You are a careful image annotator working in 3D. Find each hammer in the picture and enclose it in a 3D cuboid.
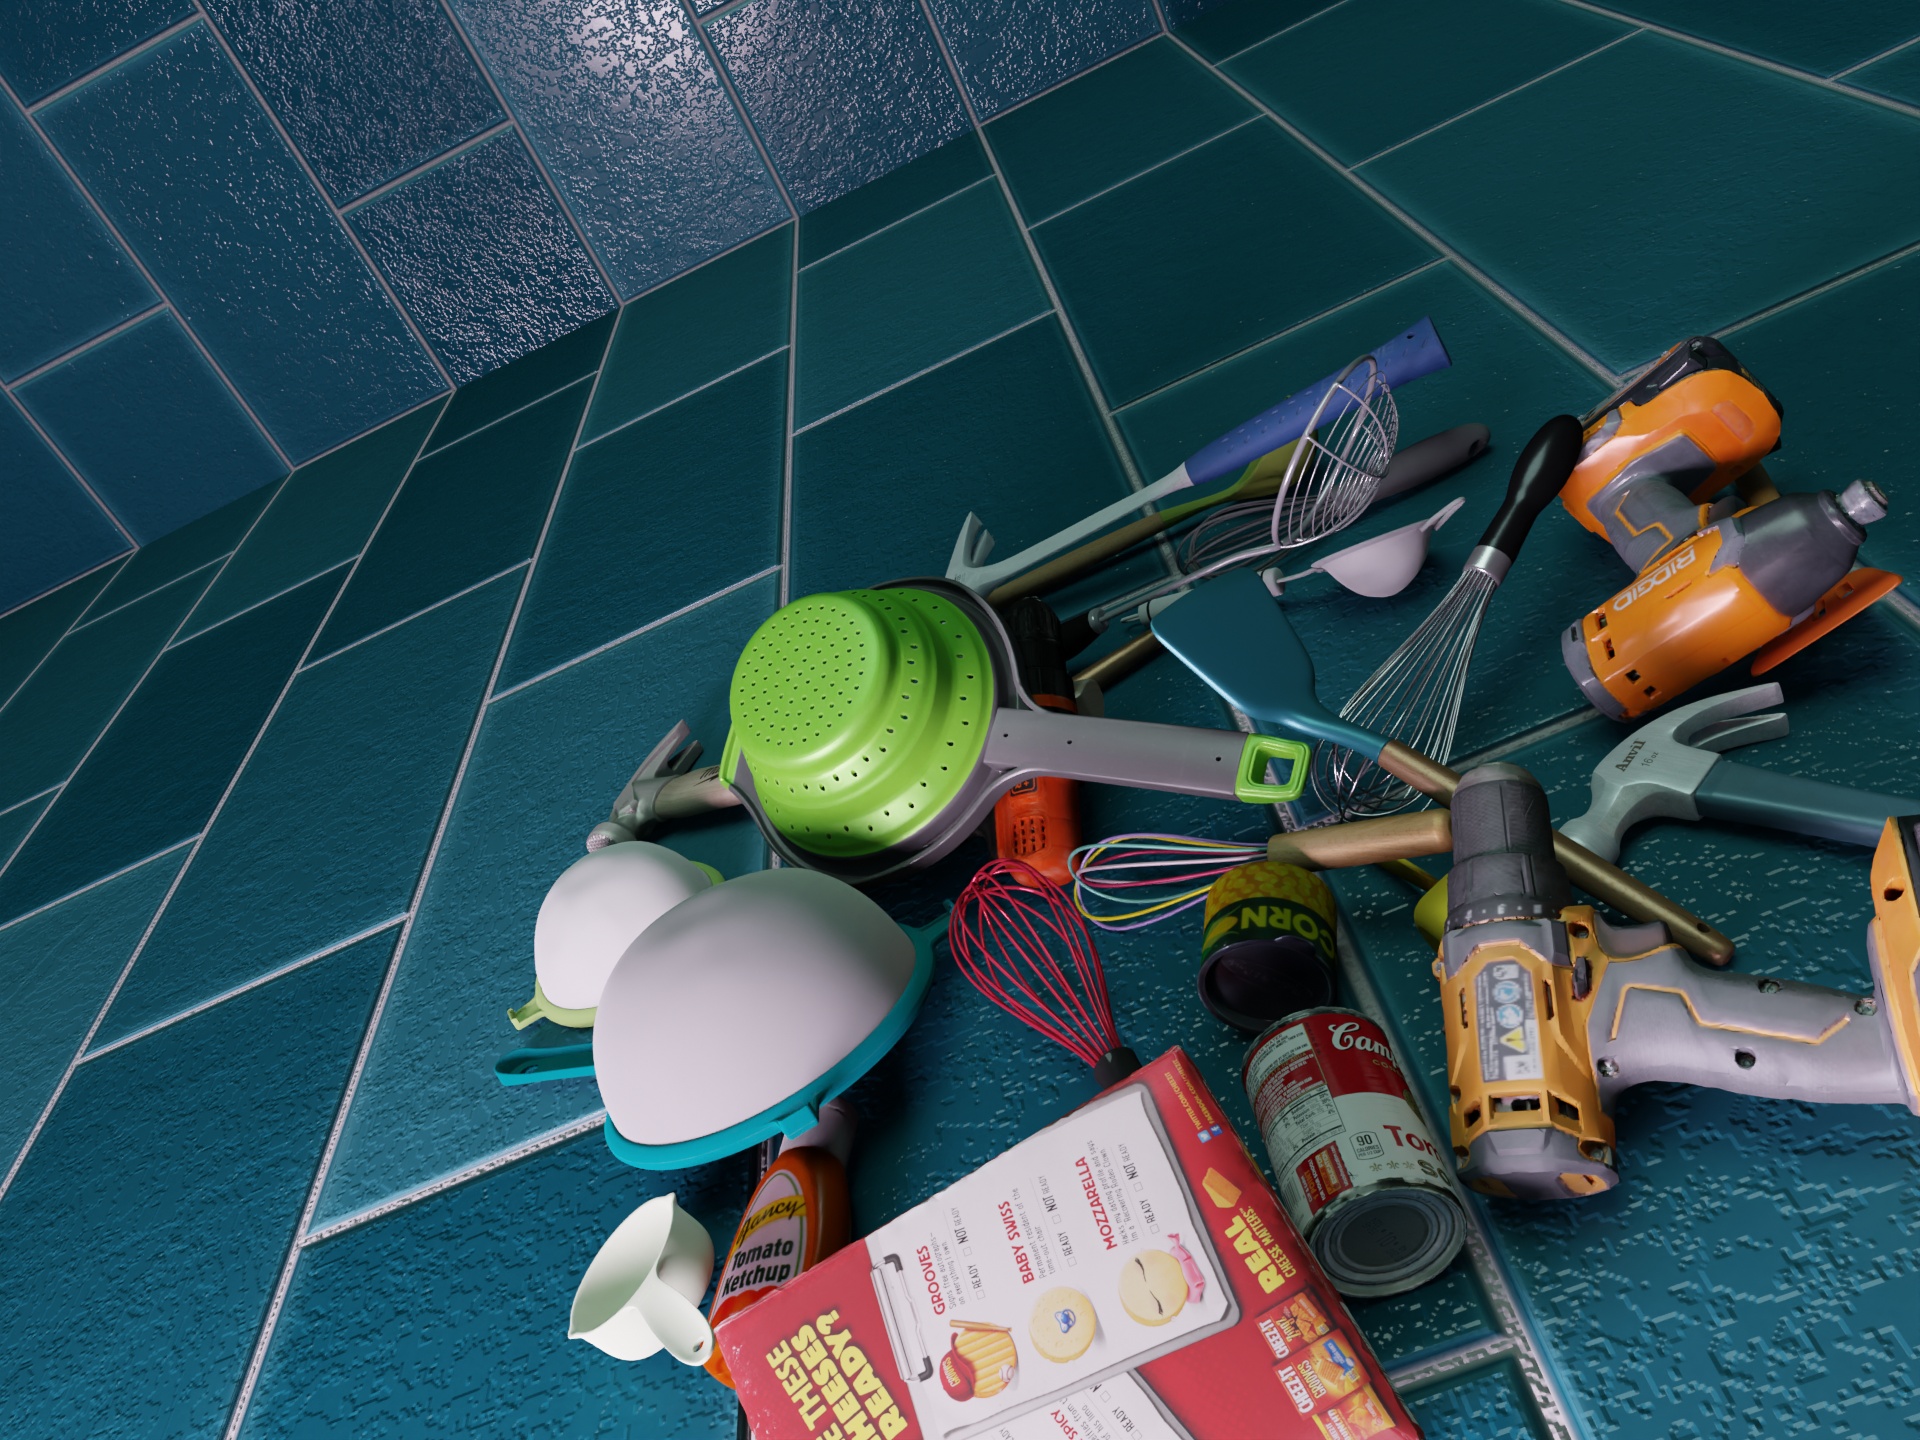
[{"bbox_3d":[-0.082,0.020,1.127,0.410,0.038,0.146,-13,32,31],"label":"hammer"},{"bbox_3d":[0.156,-0.179,1.155,0.405,0.035,0.144,-26,35,23],"label":"hammer"},{"bbox_3d":[0.431,0.052,0.675,0.128,0.033,0.331,-45,34,-24],"label":"hammer"}]

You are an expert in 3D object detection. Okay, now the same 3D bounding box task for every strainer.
[{"bbox_3d":[0.218,-0.093,1.067,0.258,0.050,0.087,-13,0,37],"label":"strainer"},{"bbox_3d":[-0.177,0.160,0.930,0.340,0.095,0.211,-15,21,35],"label":"strainer"},{"bbox_3d":[-0.193,0.122,1.054,0.256,0.069,0.152,-11,34,31],"label":"strainer"}]

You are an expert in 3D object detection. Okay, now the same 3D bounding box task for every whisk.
[{"bbox_3d":[0.149,0.070,0.833,0.245,0.051,0.047,-15,21,45],"label":"whisk"},{"bbox_3d":[0.278,-0.059,0.885,0.070,0.070,0.285,15,66,50],"label":"whisk"},{"bbox_3d":[0.263,-0.157,1.121,0.239,0.055,0.055,-24,30,0],"label":"whisk"},{"bbox_3d":[0.068,0.161,0.795,0.073,0.073,0.296,-32,37,-6],"label":"whisk"}]

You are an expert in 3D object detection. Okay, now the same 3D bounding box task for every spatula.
[{"bbox_3d":[0.019,0.018,1.088,0.316,0.018,0.060,-33,27,-6],"label":"spatula"},{"bbox_3d":[0.232,0.021,0.782,0.082,0.044,0.318,-30,48,-30],"label":"spatula"},{"bbox_3d":[0.459,-0.123,0.908,0.081,0.041,0.323,-41,19,31],"label":"spatula"}]

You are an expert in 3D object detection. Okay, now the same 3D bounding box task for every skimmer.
[{"bbox_3d":[0.130,-0.117,1.065,0.363,0.090,0.127,-26,0,32],"label":"skimmer"}]

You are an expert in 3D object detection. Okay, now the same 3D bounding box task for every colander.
[{"bbox_3d":[-0.001,-0.003,0.906,0.397,0.094,0.204,6,72,33],"label":"colander"}]

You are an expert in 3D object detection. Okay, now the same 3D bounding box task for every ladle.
[{"bbox_3d":[0.126,-0.153,1.222,0.320,0.062,0.078,-25,9,12],"label":"ladle"}]

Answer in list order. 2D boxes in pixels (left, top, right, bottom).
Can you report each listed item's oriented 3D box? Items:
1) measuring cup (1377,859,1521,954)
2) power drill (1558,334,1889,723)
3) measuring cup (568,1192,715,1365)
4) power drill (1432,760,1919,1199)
[{"bbox_3d":[0.223,0.090,0.785,0.029,0.062,0.157,-42,20,-3],"label":"measuring cup"},{"bbox_3d":[0.403,-0.115,0.861,0.164,0.084,0.227,-41,19,37],"label":"power drill"},{"bbox_3d":[-0.136,0.281,0.757,0.083,0.038,0.168,-53,21,-18],"label":"measuring cup"},{"bbox_3d":[0.302,0.089,0.633,0.226,0.084,0.185,-13,58,28],"label":"power drill"}]
